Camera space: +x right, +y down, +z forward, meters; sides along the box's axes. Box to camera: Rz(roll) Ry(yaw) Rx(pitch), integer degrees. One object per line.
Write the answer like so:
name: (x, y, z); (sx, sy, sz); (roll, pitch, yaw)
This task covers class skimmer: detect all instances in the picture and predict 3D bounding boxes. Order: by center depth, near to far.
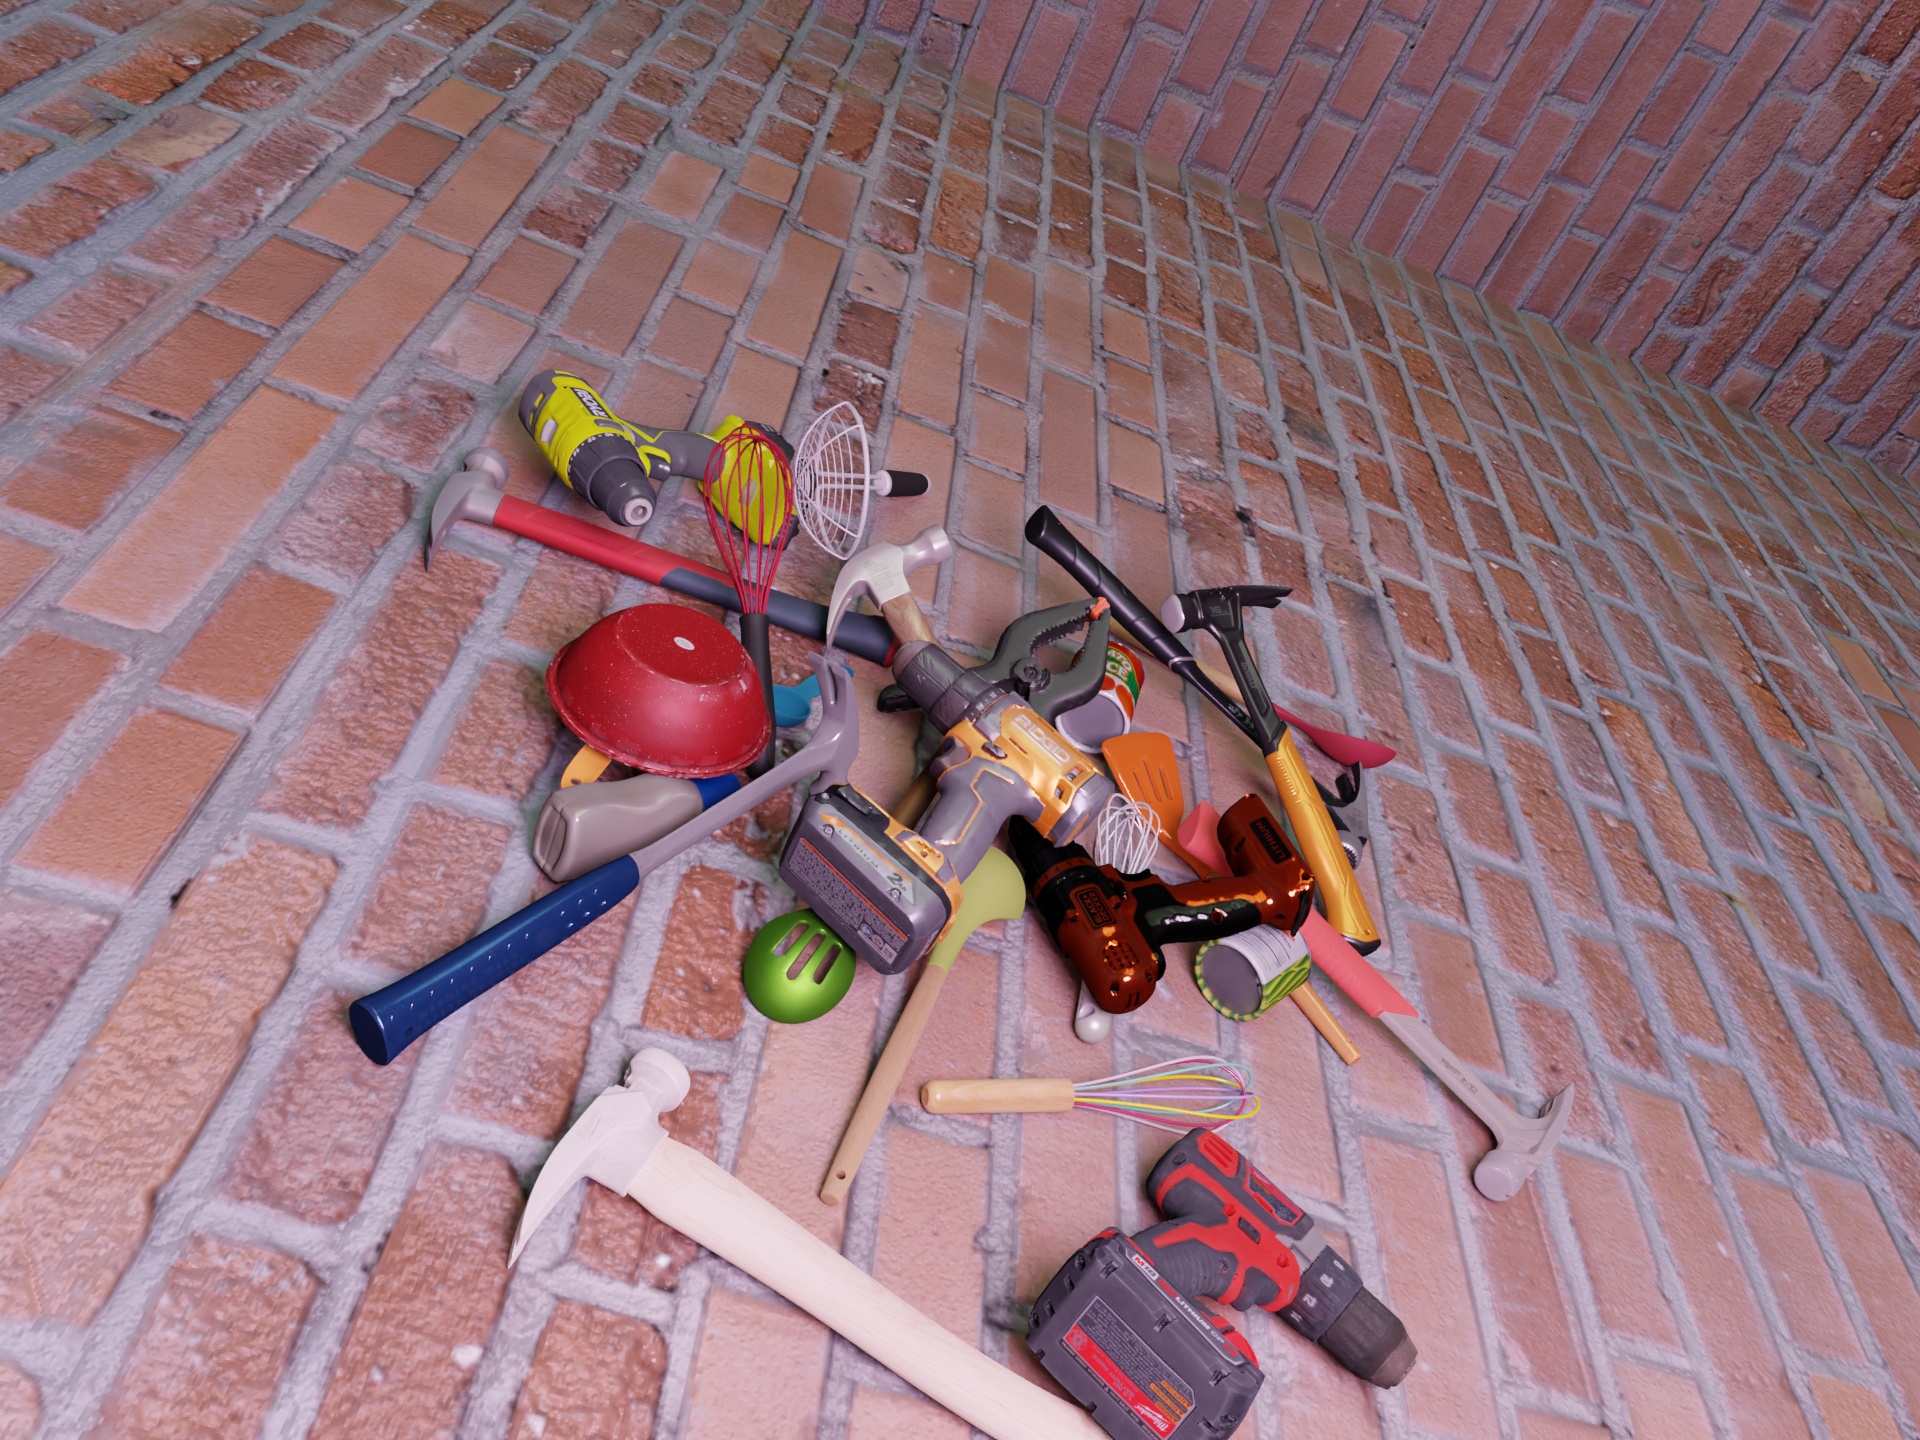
skimmer: (-0.062, -0.210, 1.409); (0.090, 0.127, 0.363); (3, 8, 16)

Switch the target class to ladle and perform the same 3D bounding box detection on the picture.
ladle: (-0.028, 0.191, 1.046); (0.078, 0.062, 0.320); (25, 42, 3)
ladle: (0.262, -0.029, 1.507); (0.315, 0.031, 0.069); (28, -8, 9)

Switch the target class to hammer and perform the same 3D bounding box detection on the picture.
hammer: (-0.041, 0.334, 0.851); (0.410, 0.038, 0.146); (31, 37, 6)
hammer: (-0.202, 0.086, 1.006); (0.035, 0.144, 0.405); (27, 39, 27)
hammer: (0.309, 0.195, 1.218); (0.359, 0.036, 0.149); (45, 37, 15)
hammer: (-0.002, -0.004, 1.255); (0.130, 0.031, 0.332); (-24, 67, -13)
hammer: (-0.233, -0.111, 1.293); (0.386, 0.038, 0.143); (19, 37, -10)
hammer: (0.279, 0.037, 1.334); (0.127, 0.034, 0.337); (-8, 68, -27)
hammer: (0.211, -0.040, 1.403); (0.409, 0.036, 0.149); (44, 32, -3)

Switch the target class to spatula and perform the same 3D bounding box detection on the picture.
spatula: (0.217, 0.136, 1.263); (0.081, 0.041, 0.323); (-6, 47, -39)

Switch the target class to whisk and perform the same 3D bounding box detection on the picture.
whisk: (0.091, 0.246, 1.043); (0.245, 0.051, 0.047); (5, 46, -23)
whisk: (0.112, 0.143, 1.184); (0.059, 0.058, 0.246); (54, 31, -26)
whisk: (-0.160, -0.096, 1.221); (0.073, 0.073, 0.296); (6, 68, -27)

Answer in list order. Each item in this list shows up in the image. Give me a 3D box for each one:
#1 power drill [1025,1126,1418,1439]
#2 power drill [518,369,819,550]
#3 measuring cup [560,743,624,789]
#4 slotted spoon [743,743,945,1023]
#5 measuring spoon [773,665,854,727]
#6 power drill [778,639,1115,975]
power drill: (0.159, 0.339, 0.911); (0.188, 0.080, 0.226); (41, 23, 20)
power drill: (-0.237, -0.208, 1.333); (0.228, 0.080, 0.191); (6, 32, -43)
measuring cup: (-0.240, 0.017, 1.116); (0.095, 0.052, 0.174); (27, 37, 1)
slotted spoon: (-0.056, 0.090, 1.115); (0.070, 0.031, 0.314); (32, 44, 3)
measuring spoon: (-0.121, -0.019, 1.271); (0.042, 0.021, 0.128); (35, 27, 12)
power drill: (-0.023, 0.046, 1.084); (0.185, 0.084, 0.226); (42, 48, 12)
